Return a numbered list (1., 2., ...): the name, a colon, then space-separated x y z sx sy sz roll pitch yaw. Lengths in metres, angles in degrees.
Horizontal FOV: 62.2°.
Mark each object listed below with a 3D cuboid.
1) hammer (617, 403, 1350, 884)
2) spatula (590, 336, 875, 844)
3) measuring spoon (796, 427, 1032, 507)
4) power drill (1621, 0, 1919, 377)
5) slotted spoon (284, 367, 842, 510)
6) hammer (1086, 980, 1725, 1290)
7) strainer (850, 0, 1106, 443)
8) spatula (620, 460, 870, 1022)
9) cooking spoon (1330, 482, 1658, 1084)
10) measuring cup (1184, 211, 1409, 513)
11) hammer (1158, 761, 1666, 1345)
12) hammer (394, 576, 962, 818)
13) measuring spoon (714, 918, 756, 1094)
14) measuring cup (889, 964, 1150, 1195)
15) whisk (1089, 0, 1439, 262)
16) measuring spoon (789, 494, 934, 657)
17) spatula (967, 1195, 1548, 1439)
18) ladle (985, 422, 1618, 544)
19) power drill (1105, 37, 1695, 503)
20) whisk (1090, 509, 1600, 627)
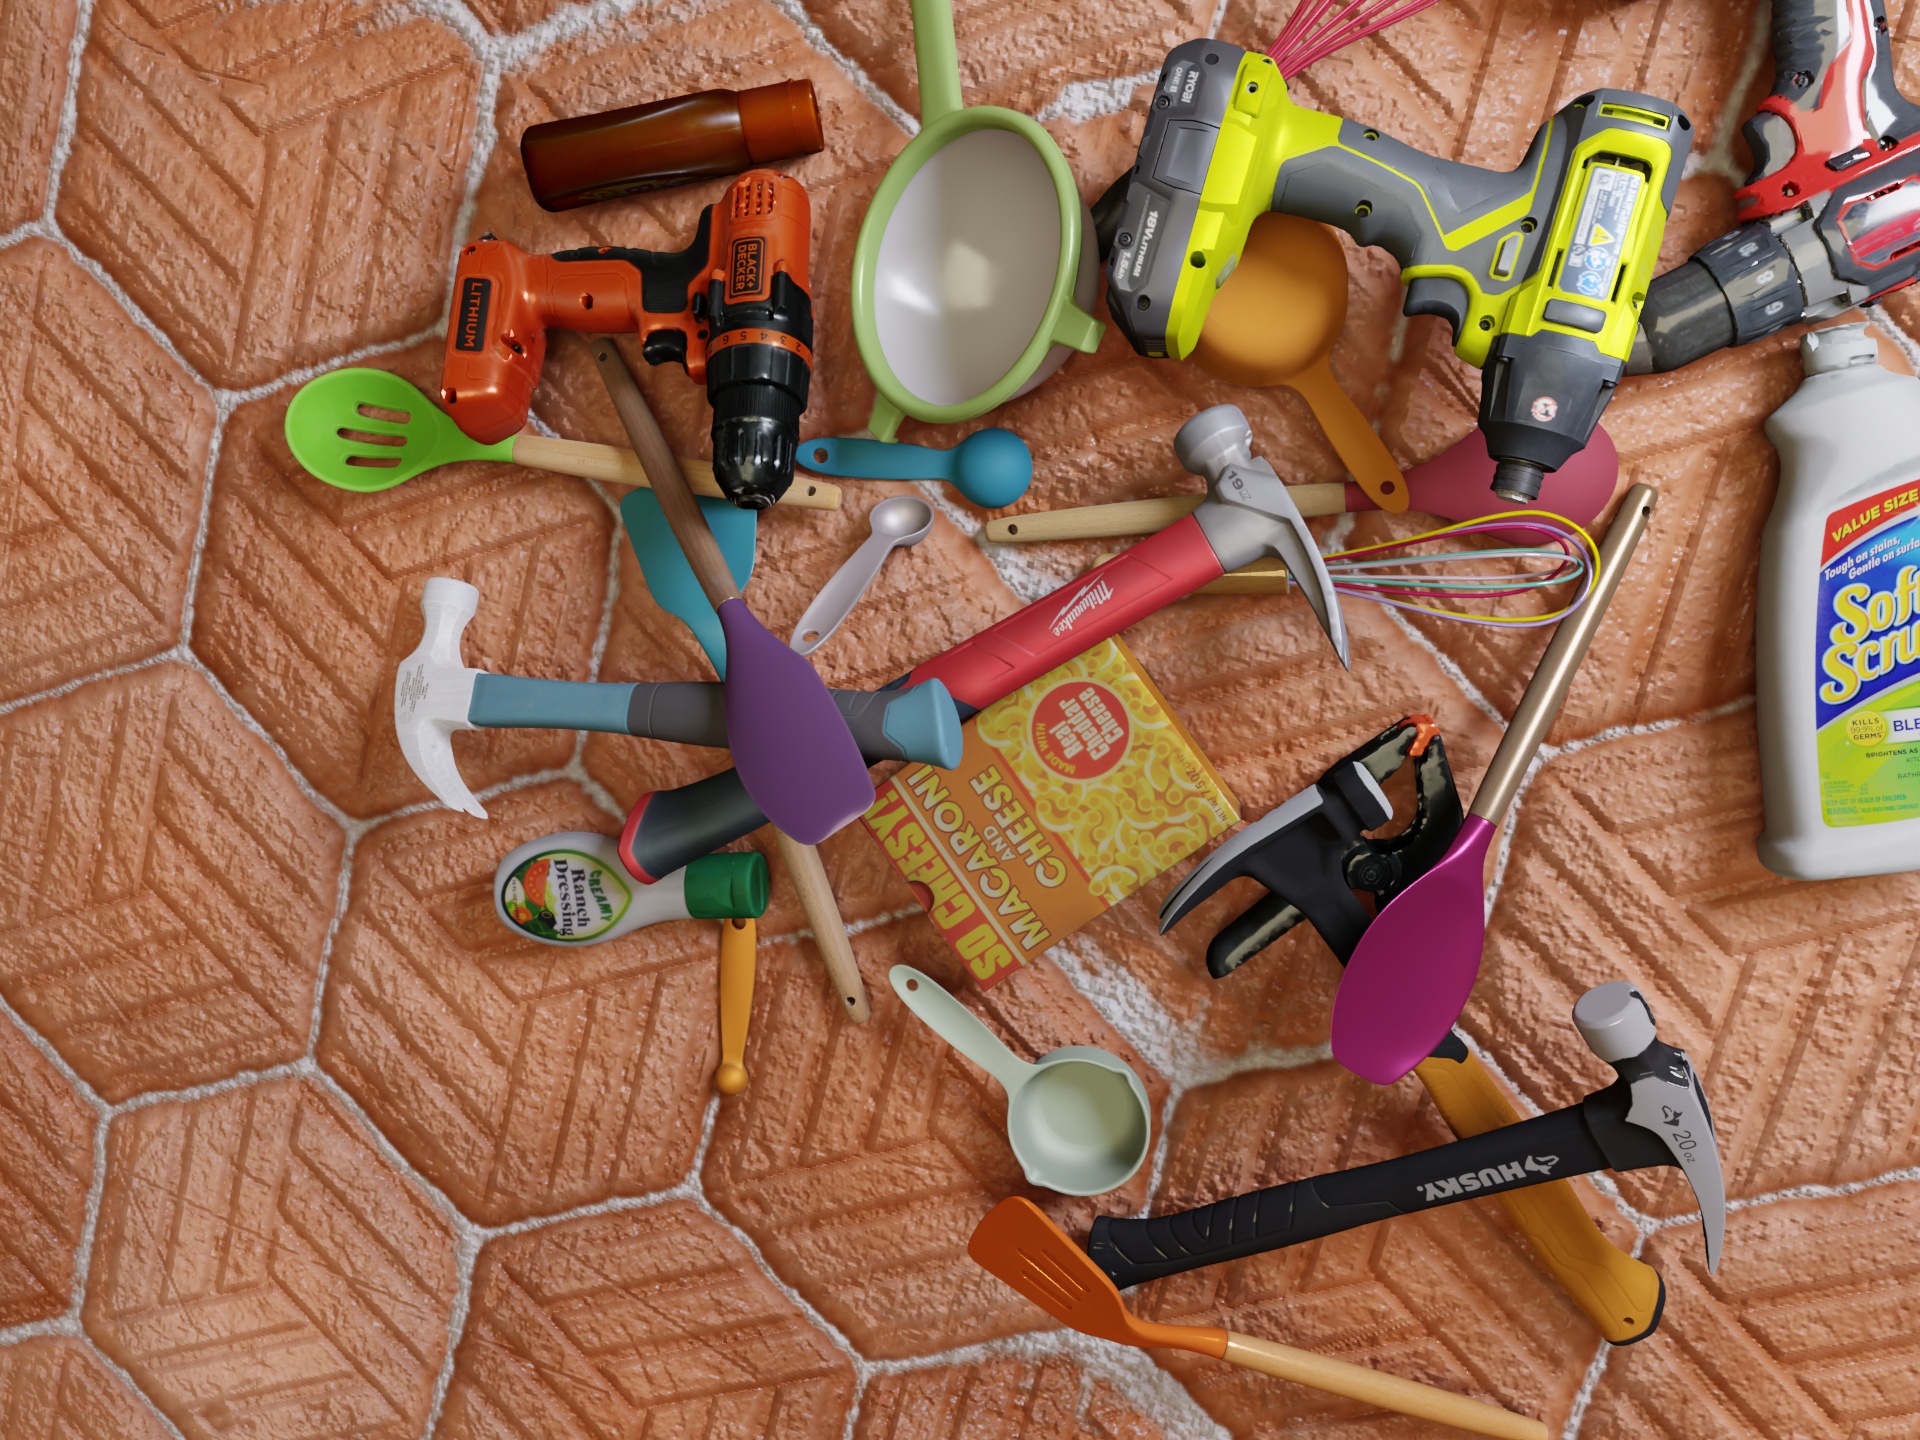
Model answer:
1. hammer: -0.001 -0.003 0.797 0.386 0.038 0.143 -29 70 12
2. spatula: -0.128 -0.075 0.799 0.060 0.018 0.316 -33 66 11
3. measuring spoon: -0.027 -0.136 0.835 0.128 0.021 0.042 5 98 8
4. power drill: 0.352 -0.284 0.722 0.188 0.080 0.226 -25 95 13
5. slotted spoon: -0.216 -0.141 0.860 0.314 0.031 0.070 10 82 10
6. hammer: 0.205 0.240 0.791 0.335 0.035 0.146 -26 106 29
7. strainer: 0.012 -0.269 0.794 0.151 0.069 0.256 -16 77 43
8. spatula: -0.103 0.016 0.871 0.082 0.044 0.317 -17 99 10
9. cooking spoon: 0.260 0.026 0.758 0.068 0.017 0.319 31 83 -19
10. measuring cup: 0.166 -0.175 0.766 0.095 0.052 0.174 -33 80 10
11. hammer: 0.242 0.186 0.800 0.127 0.034 0.337 -36 98 14
12. hammer: -0.153 -0.006 0.816 0.331 0.033 0.128 3 77 22
13. measuring spoon: -0.128 0.157 0.898 0.021 0.011 0.117 6 98 10
14. measuring cup: 0.030 0.184 0.861 0.167 0.038 0.083 39 102 5
15. whisk: 0.165 -0.325 0.759 0.296 0.073 0.073 -41 89 18
16. measuring spoon: -0.052 -0.071 0.814 0.034 0.124 0.018 19 144 22
17. spatula: 0.160 0.324 0.833 0.322 0.041 0.081 18 137 -7
18. ladle: 0.167 -0.111 0.802 0.315 0.031 0.069 -4 98 13
19. power drill: 0.184 -0.201 0.699 0.223 0.080 0.171 16 94 10
20. whisk: 0.185 -0.077 0.788 0.245 0.051 0.047 2 129 19
